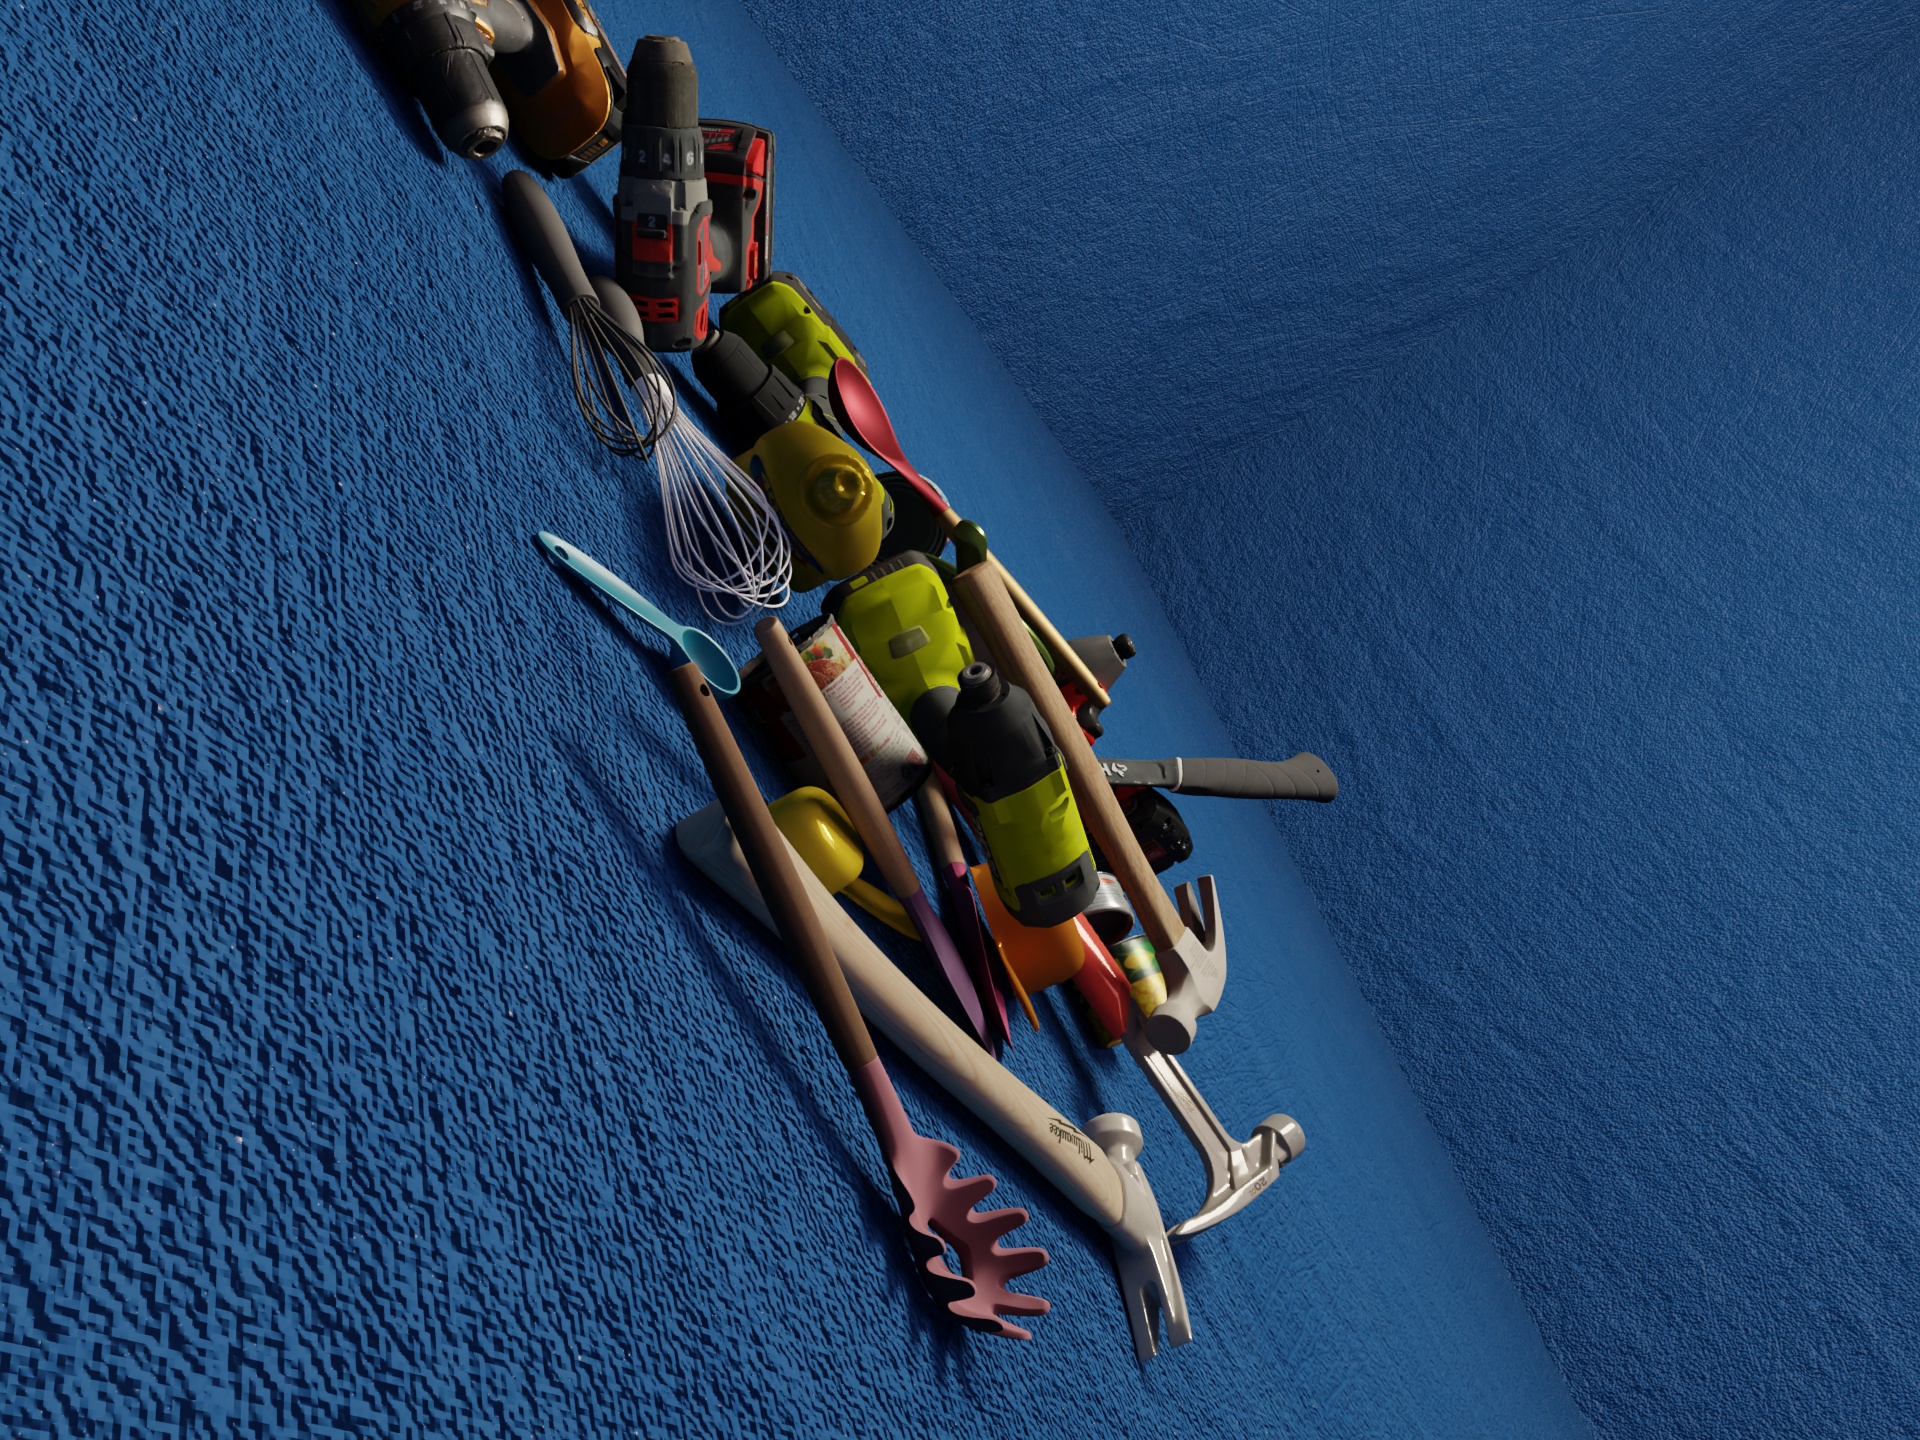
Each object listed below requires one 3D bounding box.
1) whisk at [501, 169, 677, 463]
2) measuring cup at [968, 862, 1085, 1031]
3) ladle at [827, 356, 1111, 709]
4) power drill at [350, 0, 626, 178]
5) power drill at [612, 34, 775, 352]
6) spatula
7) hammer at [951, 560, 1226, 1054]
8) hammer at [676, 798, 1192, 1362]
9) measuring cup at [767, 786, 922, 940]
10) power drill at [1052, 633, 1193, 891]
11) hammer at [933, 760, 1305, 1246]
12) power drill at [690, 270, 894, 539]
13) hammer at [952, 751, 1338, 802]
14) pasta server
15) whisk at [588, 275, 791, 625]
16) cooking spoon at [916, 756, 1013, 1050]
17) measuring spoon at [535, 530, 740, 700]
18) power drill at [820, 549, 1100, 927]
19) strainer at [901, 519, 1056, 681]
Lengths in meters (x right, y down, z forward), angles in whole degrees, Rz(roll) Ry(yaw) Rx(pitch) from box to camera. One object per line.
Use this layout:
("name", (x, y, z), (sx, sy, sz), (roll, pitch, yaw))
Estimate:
("whisk", (-0.220, -0.239, 0.912), (0.239, 0.055, 0.055), (60, 12, 27))
("measuring cup", (0.050, 0.137, 0.957), (0.174, 0.052, 0.095), (-117, -173, -72))
("ladle", (0.005, -0.131, 1.148), (0.315, 0.031, 0.069), (50, 25, -2))
("power drill", (-0.285, -0.408, 0.981), (0.185, 0.084, 0.226), (62, 17, 6))
("power drill", (-0.182, -0.359, 1.067), (0.227, 0.080, 0.187), (-81, 176, -66))
("spatula", (-0.037, 0.068, 0.828), (0.060, 0.018, 0.315), (-110, 176, -52))
("hammer", (0.086, 0.046, 1.035), (0.331, 0.031, 0.130), (61, 33, -10))
("hammer", (-0.001, 0.177, 0.797), (0.410, 0.038, 0.146), (49, 17, -35))
("measuring cup", (-0.048, 0.082, 0.846), (0.156, 0.029, 0.062), (42, 21, -49))
("power drill", (0.102, 0.028, 1.292), (0.078, 0.143, 0.220), (45, 21, -48))
("hammer", (0.081, 0.167, 1.061), (0.149, 0.036, 0.359), (-19, 67, -44))
("power drill", (-0.130, -0.247, 1.199), (0.190, 0.080, 0.229), (49, 18, -33))
("hammer", (0.149, 0.043, 1.182), (0.408, 0.036, 0.149), (4, 52, -41))
("pasta server", (-0.047, 0.119, 0.674), (0.316, 0.040, 0.060), (66, 28, -2))
("whisk", (-0.169, -0.166, 0.925), (0.285, 0.070, 0.070), (60, 12, 30))
("cooking spoon", (-0.010, 0.078, 1.023), (0.319, 0.017, 0.068), (-109, -179, -46))
("measuring spoon", (-0.160, -0.047, 0.771), (0.128, 0.021, 0.042), (39, 21, -32))
("power drill", (-0.001, -0.003, 0.934), (0.223, 0.080, 0.171), (51, -15, 51))
("strainer", (-0.008, -0.066, 1.121), (0.151, 0.069, 0.256), (37, -13, 11))
